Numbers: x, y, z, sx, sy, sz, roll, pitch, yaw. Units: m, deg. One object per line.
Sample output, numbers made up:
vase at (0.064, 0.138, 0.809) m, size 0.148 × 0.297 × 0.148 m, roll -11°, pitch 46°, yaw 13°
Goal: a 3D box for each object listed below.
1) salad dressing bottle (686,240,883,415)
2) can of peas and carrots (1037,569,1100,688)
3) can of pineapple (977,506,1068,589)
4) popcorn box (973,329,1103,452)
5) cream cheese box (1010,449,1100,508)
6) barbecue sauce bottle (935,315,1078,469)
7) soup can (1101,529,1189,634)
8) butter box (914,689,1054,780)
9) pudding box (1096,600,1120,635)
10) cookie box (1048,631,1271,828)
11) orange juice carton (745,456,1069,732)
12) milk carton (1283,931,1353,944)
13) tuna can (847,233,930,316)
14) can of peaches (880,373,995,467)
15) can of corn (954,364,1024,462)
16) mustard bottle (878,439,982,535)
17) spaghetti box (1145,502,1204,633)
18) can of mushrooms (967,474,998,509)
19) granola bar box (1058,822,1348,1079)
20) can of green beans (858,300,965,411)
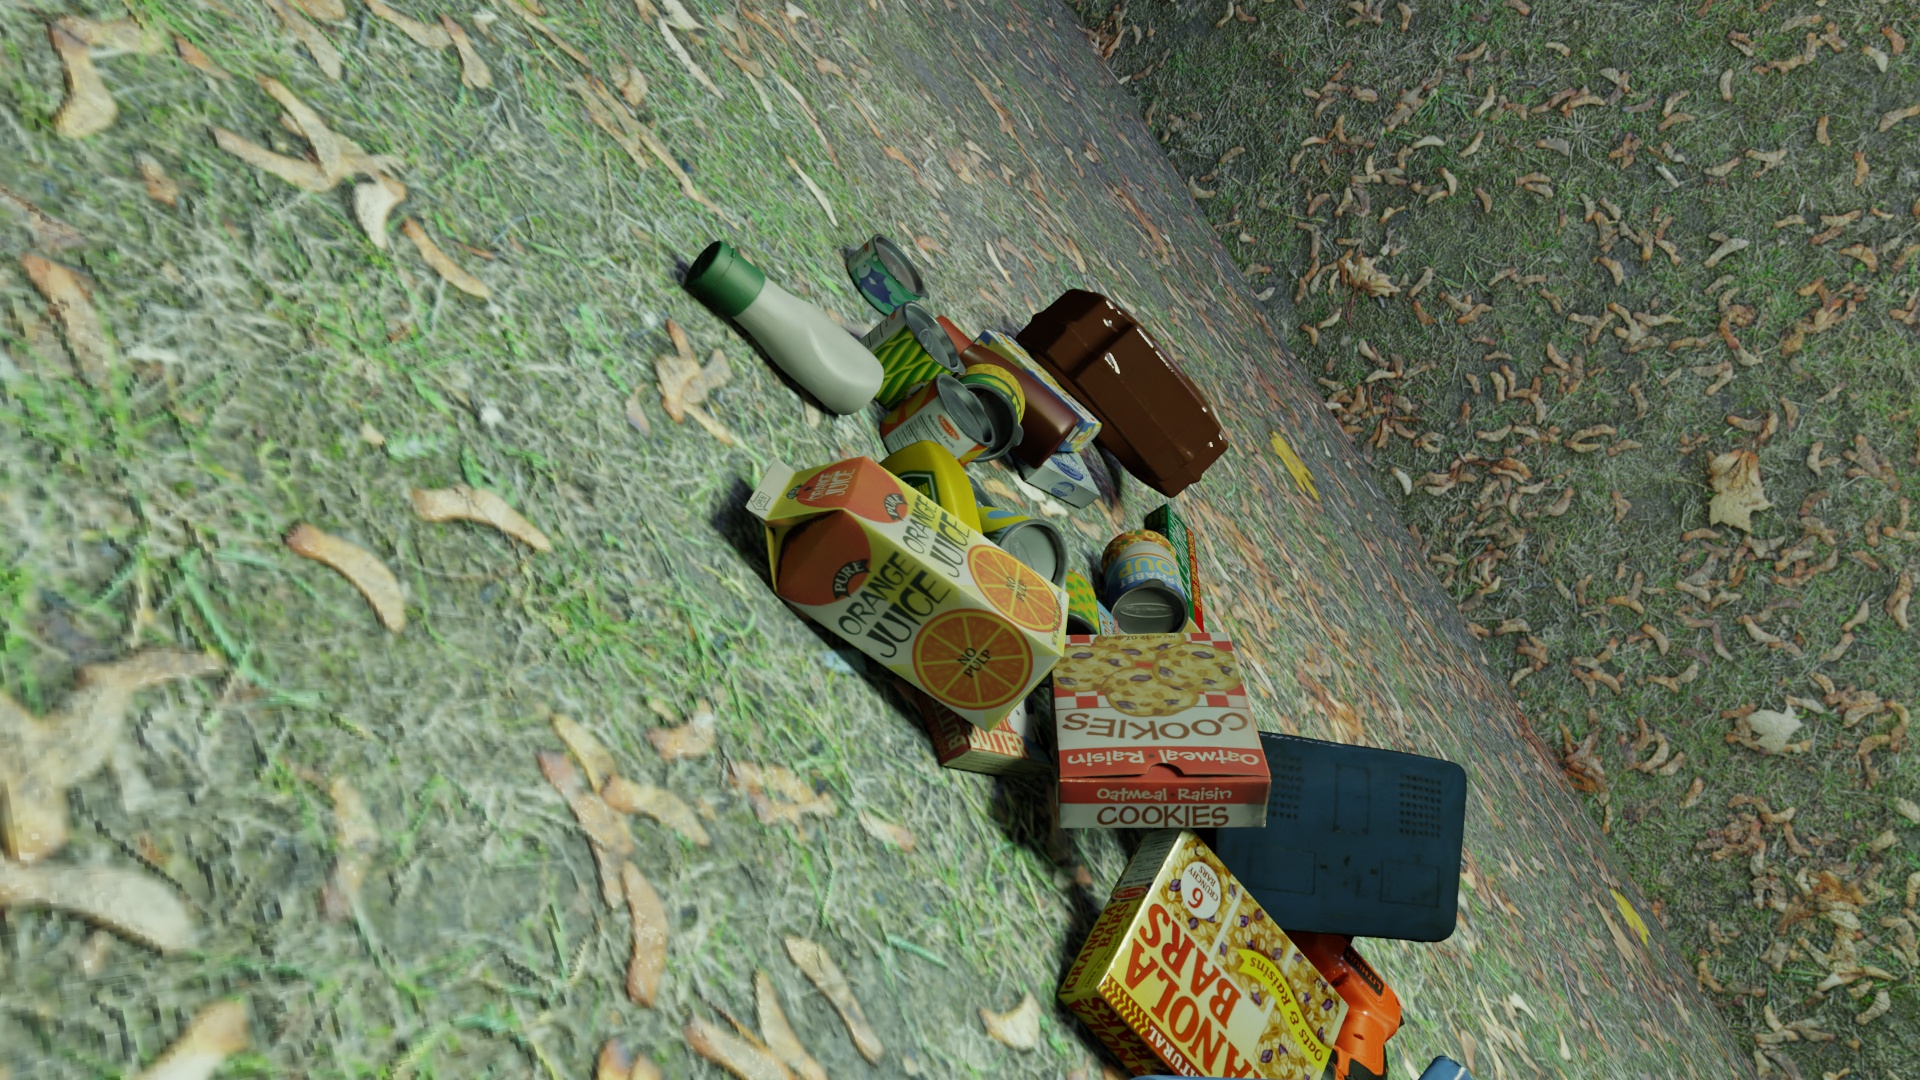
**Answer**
salad dressing bottle at (-0.118, -0.144, 0.943) m, size 0.147 × 0.044 × 0.064 m, roll 38°, pitch 29°, yaw -31°
can of peas and carrots at (0.066, 0.062, 0.980) m, size 0.071 × 0.070 × 0.059 m, roll 44°, pitch 24°, yaw -23°
can of pineapple at (0.029, 0.013, 0.944) m, size 0.071 × 0.071 × 0.058 m, roll 37°, pitch -13°, yaw -35°
popcorn box at (0.066, -0.133, 1.249) m, size 0.127 × 0.038 × 0.085 m, roll 43°, pitch 15°, yaw 10°
cream cheese box at (0.083, -0.067, 1.251) m, size 0.104 × 0.024 × 0.053 m, roll 22°, pitch 37°, yaw -53°
barbecue sauce bottle at (0.027, -0.129, 1.175) m, size 0.148 × 0.064 × 0.044 m, roll 42°, pitch 52°, yaw 4°
soup can at (0.157, 0.037, 1.187) m, size 0.071 × 0.071 × 0.084 m, roll 43°, pitch 24°, yaw -26°
butter box at (0.017, 0.117, 0.859) m, size 0.103 × 0.024 × 0.053 m, roll 22°, pitch 39°, yaw -52°
pudding box at (0.092, 0.088, 1.014) m, size 0.030 × 0.049 × 0.084 m, roll 44°, pitch 24°, yaw -27°
cookie box at (0.119, 0.115, 0.874) m, size 0.168 × 0.123 × 0.040 m, roll -87°, pitch 175°, yaw -64°
orange juice carton at (-0.036, 0.020, 0.803) m, size 0.192 × 0.072 × 0.072 m, roll 34°, pitch 27°, yaw -11°
milk carton at (0.241, 0.243, 1.055) m, size 0.190 × 0.073 × 0.073 m, roll 49°, pitch 23°, yaw -13°
tuna can at (-0.061, -0.222, 1.179) m, size 0.071 × 0.032 × 0.071 m, roll 43°, pitch 25°, yaw -25°
can of peaches at (-0.016, -0.081, 1.033) m, size 0.071 × 0.058 × 0.071 m, roll 43°, pitch 24°, yaw -24°
can of corn at (0.019, -0.102, 1.118) m, size 0.071 × 0.071 × 0.058 m, roll 49°, pitch 22°, yaw -12°
mustard bottle at (-0.014, 0.013, 0.900) m, size 0.049 × 0.065 × 0.161 m, roll 28°, pitch 38°, yaw -53°
spaghetti box at (0.205, 0.043, 1.328) m, size 0.050 × 0.028 × 0.251 m, roll 47°, pitch 24°, yaw -19°
can of mushrooms at (0.004, -0.013, 1.006) m, size 0.071 × 0.033 × 0.071 m, roll 42°, pitch 25°, yaw -25°
granola bar box at (0.145, 0.268, 0.811) m, size 0.165 × 0.039 × 0.125 m, roll 49°, pitch 51°, yaw -12°
can of green beans at (-0.042, -0.140, 1.065) m, size 0.071 × 0.057 × 0.071 m, roll 43°, pitch 24°, yaw -25°
